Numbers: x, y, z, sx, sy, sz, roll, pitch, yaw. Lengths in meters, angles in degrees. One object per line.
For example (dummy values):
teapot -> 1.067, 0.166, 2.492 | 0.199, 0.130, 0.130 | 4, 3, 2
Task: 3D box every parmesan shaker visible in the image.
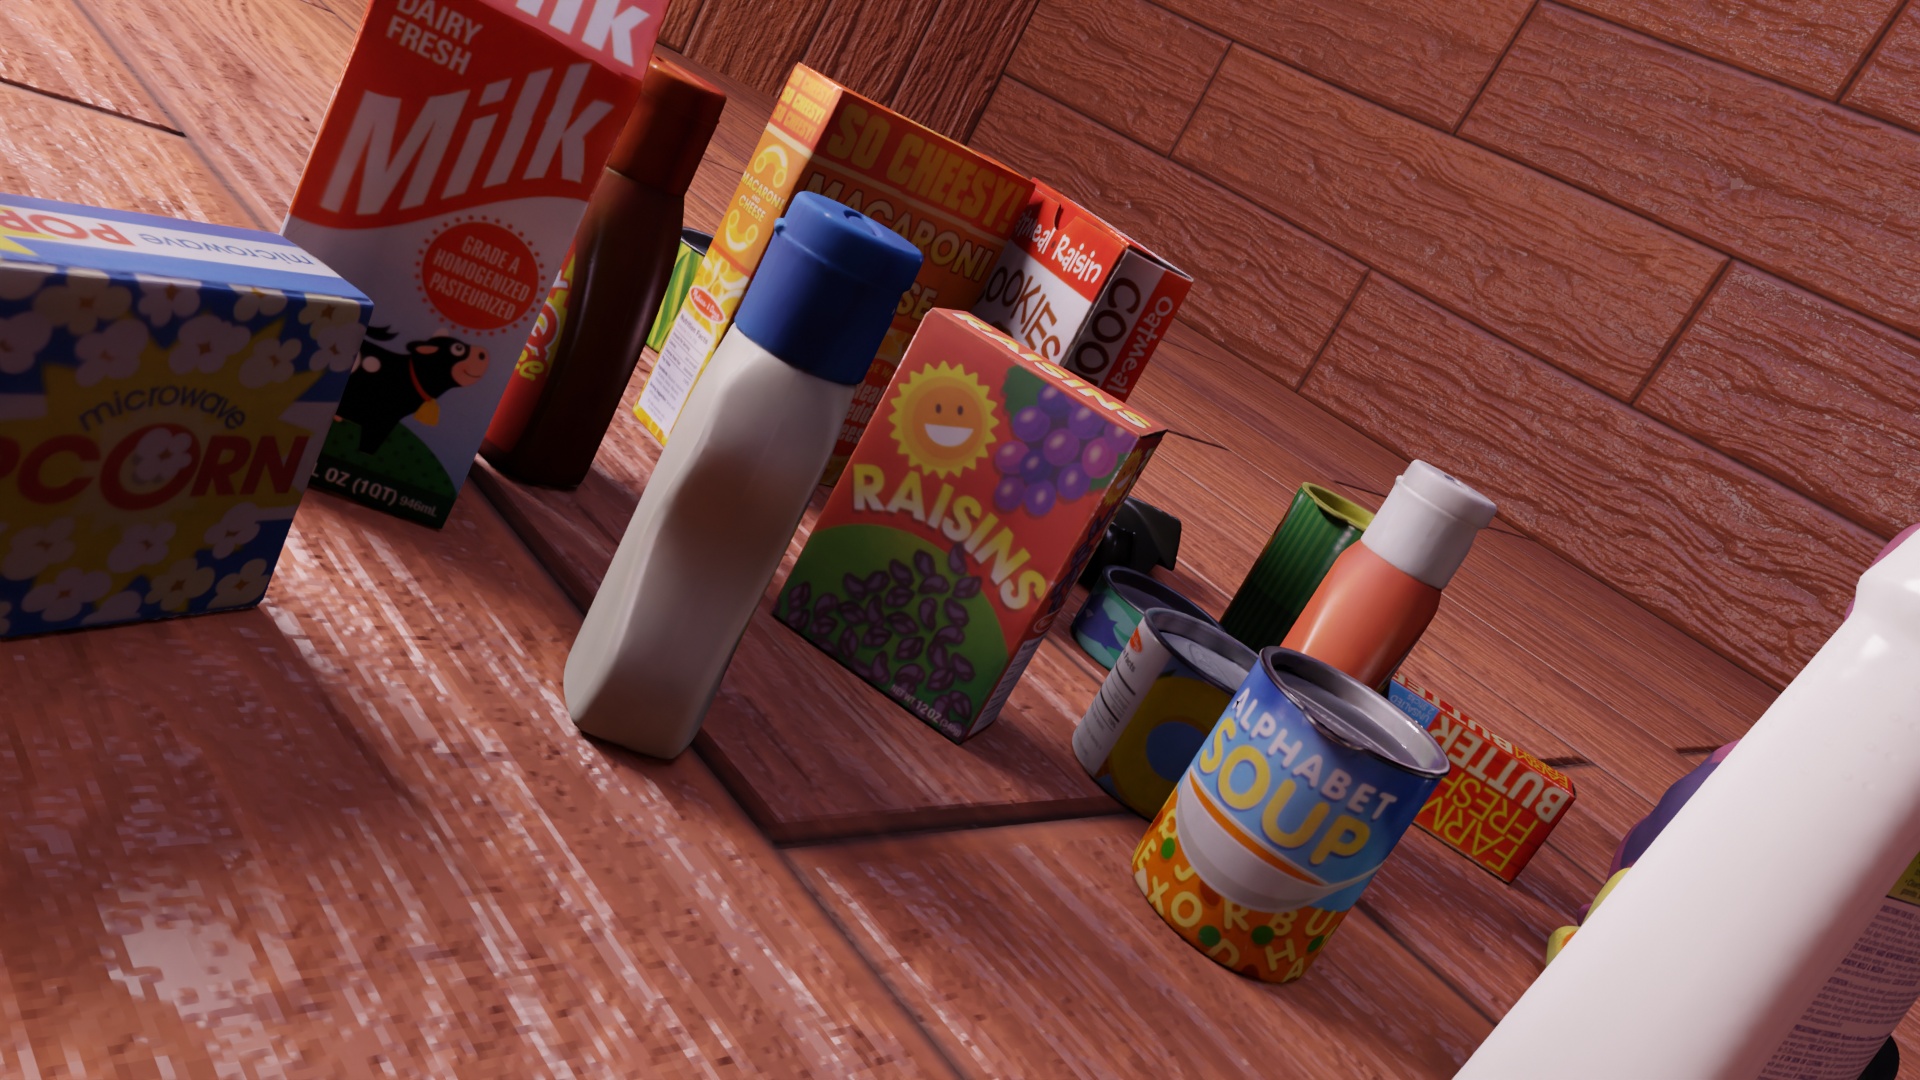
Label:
parmesan shaker -> 0.168, 0.031, 0.679 | 0.071, 0.102, 0.071 | 27, 16, -8

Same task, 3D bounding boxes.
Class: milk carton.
milk carton -> -0.150, -0.108, 0.413 | 0.072, 0.190, 0.074 | 22, 17, -24

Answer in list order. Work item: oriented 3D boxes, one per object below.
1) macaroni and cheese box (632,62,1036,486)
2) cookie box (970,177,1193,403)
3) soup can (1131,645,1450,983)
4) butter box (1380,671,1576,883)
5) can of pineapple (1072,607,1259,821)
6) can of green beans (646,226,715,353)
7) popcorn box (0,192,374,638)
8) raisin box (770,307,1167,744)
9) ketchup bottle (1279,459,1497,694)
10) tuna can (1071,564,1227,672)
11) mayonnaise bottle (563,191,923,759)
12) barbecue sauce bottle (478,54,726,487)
macaroni and cheese box -> -0.055, -0.109, 0.618 | 0.124, 0.166, 0.040 | 12, 23, -47
cookie box -> 0.026, -0.071, 0.635 | 0.040, 0.167, 0.123 | 21, 18, -27
soup can -> 0.101, 0.086, 0.436 | 0.071, 0.083, 0.071 | 27, 16, -8
butter box -> 0.219, 0.104, 0.633 | 0.103, 0.053, 0.024 | 33, 16, 13
can of pineapple -> 0.084, 0.067, 0.512 | 0.071, 0.057, 0.071 | 27, 16, -8
can of green beans -> -0.132, -0.124, 0.731 | 0.071, 0.057, 0.071 | 27, 16, -8
popcorn box -> -0.191, -0.024, 0.279 | 0.038, 0.085, 0.127 | 34, 17, 19
raisin box -> 0.002, -0.006, 0.478 | 0.086, 0.123, 0.040 | 33, 16, 15
ketchup bottle -> 0.153, 0.040, 0.547 | 0.043, 0.148, 0.065 | 33, 16, 13
tuna can -> 0.087, 0.044, 0.634 | 0.071, 0.032, 0.071 | 27, 16, -8
mayonnaise bottle -> -0.058, -0.017, 0.368 | 0.041, 0.147, 0.065 | 24, 16, -16
barbecue sauce bottle -> -0.129, -0.096, 0.487 | 0.044, 0.148, 0.065 | 11, 24, -49
